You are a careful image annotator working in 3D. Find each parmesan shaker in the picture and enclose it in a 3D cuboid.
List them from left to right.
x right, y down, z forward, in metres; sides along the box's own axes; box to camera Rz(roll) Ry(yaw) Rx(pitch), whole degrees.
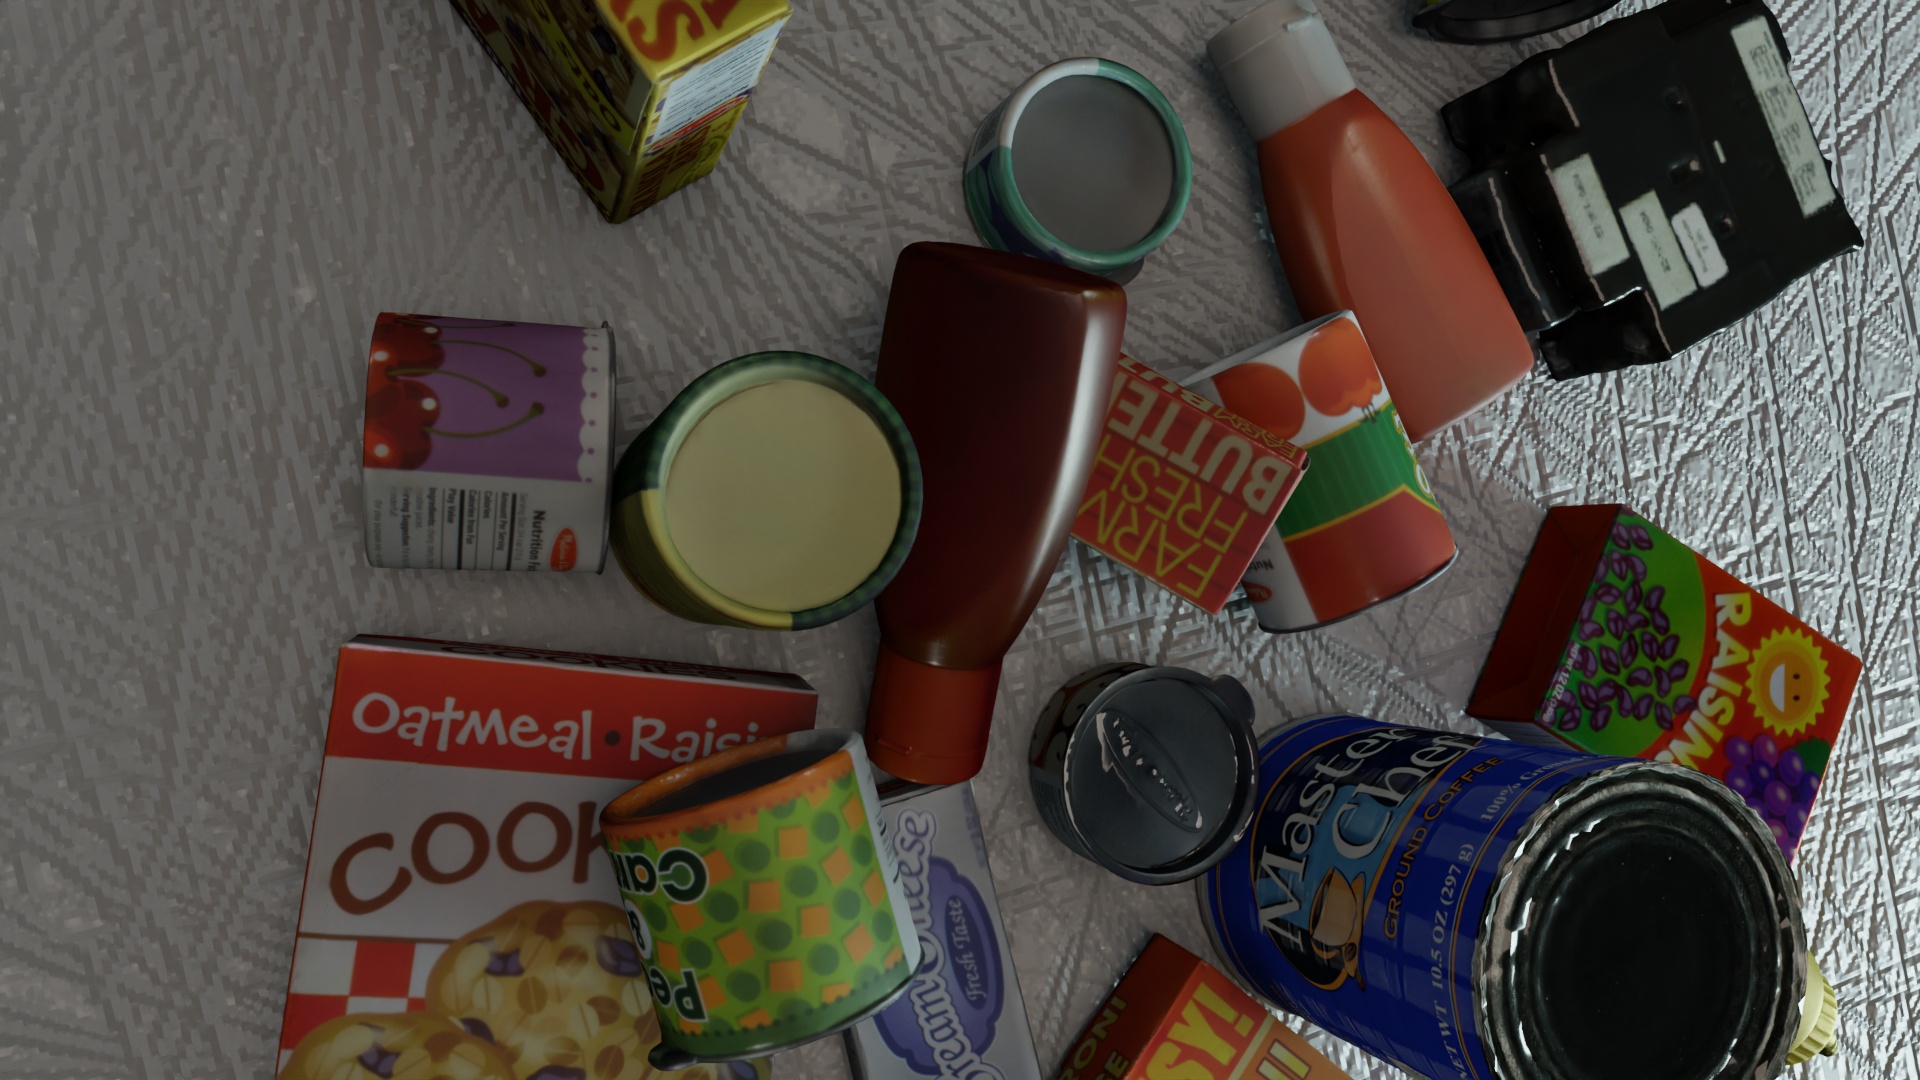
[{"bbox_3d":[-0.053,-0.008,0.364,0.071,0.103,0.071,1,88,-19],"label":"parmesan shaker"}]

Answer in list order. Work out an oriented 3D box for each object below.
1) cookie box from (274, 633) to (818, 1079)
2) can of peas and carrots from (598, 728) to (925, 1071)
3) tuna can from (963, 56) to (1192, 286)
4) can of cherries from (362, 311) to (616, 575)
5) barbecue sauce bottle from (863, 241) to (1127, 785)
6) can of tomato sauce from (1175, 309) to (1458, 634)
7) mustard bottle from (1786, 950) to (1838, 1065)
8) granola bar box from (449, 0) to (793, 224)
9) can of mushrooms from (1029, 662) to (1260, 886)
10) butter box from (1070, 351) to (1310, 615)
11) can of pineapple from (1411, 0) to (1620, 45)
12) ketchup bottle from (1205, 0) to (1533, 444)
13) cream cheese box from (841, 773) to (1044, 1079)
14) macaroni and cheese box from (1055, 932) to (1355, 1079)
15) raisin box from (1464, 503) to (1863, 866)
[{"bbox_3d":[-0.111,0.114,0.372,0.123,0.040,0.167,8,86,-18],"label":"cookie box"},{"bbox_3d":[-0.050,0.084,0.336,0.071,0.071,0.058,-16,94,-18],"label":"can of peas and carrots"},{"bbox_3d":[0.039,-0.113,0.436,0.071,0.033,0.071,1,87,-18],"label":"tuna can"},{"bbox_3d":[-0.122,-0.027,0.363,0.058,0.071,0.071,2,87,-18],"label":"can of cherries"},{"bbox_3d":[0.001,-0.005,0.389,0.044,0.065,0.148,-19,124,-58],"label":"barbecue sauce bottle"},{"bbox_3d":[0.110,-0.023,0.439,0.071,0.071,0.083,-27,95,-18],"label":"can of tomato sauce"},{"bbox_3d":[0.260,0.146,0.490,0.160,0.049,0.065,31,80,-15],"label":"mustard bottle"},{"bbox_3d":[-0.115,-0.168,0.339,0.039,0.124,0.165,-37,99,-16],"label":"granola bar box"},{"bbox_3d":[0.059,0.070,0.434,0.071,0.033,0.071,1,87,-18],"label":"can of mushrooms"},{"bbox_3d":[0.044,-0.026,0.408,0.103,0.024,0.053,30,109,10],"label":"butter box"},{"bbox_3d":[0.190,-0.210,0.475,0.071,0.071,0.058,-4,89,-19],"label":"can of pineapple"},{"bbox_3d":[0.132,-0.108,0.462,0.065,0.043,0.148,-31,97,-18],"label":"ketchup bottle"},{"bbox_3d":[-0.013,0.124,0.412,0.053,0.024,0.103,-14,92,-18],"label":"cream cheese box"},{"bbox_3d":[0.091,0.224,0.435,0.166,0.040,0.124,41,76,-13],"label":"macaroni and cheese box"},{"bbox_3d":[0.253,0.053,0.498,0.123,0.040,0.086,29,78,-14],"label":"raisin box"}]
